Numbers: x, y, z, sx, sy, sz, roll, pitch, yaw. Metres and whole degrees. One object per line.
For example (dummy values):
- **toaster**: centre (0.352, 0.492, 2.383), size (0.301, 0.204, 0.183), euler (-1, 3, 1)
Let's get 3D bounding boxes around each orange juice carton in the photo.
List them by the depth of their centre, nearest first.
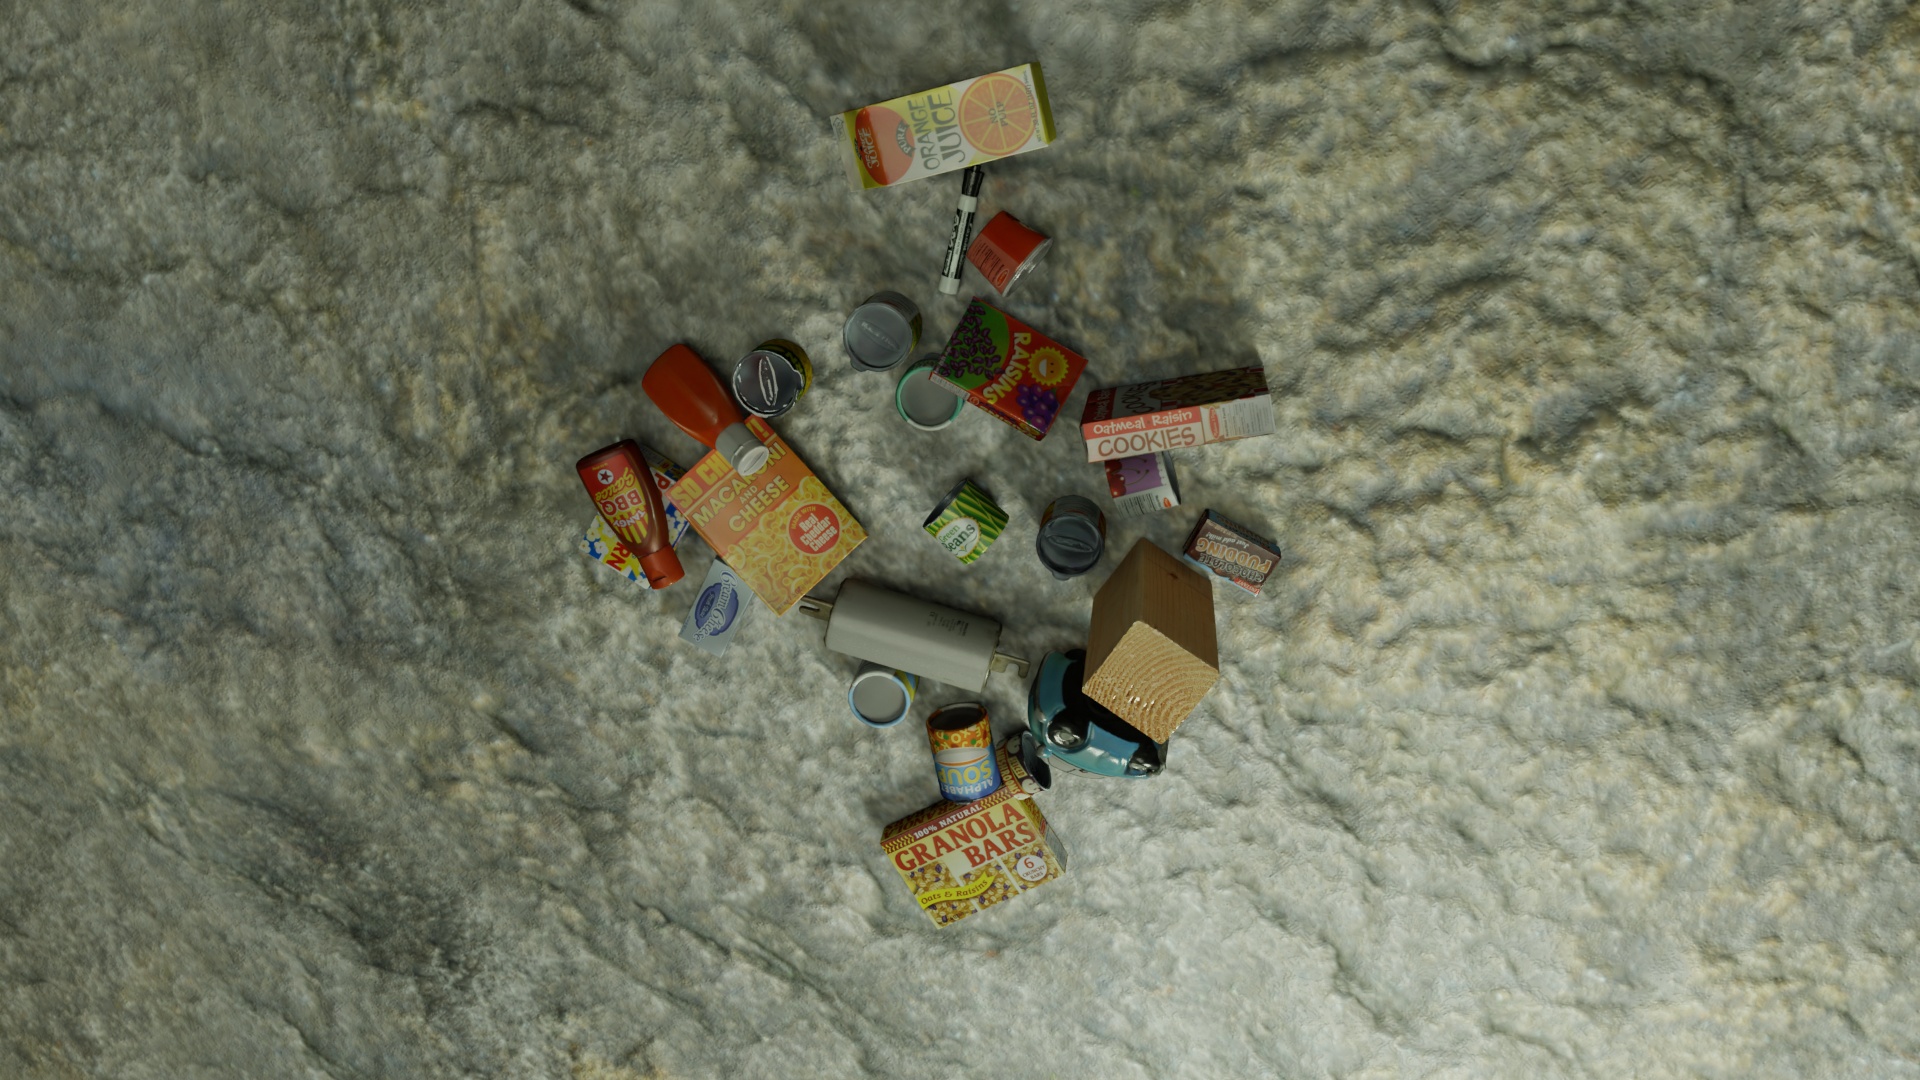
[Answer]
- **orange juice carton**: centre (-0.017, -0.367, 1.238), size (0.192, 0.073, 0.071), euler (-11, 108, 13)

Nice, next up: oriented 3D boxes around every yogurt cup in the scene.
- **yogurt cup**: centre (0.042, -0.264, 1.272), size (0.054, 0.072, 0.072), euler (40, 111, 2)

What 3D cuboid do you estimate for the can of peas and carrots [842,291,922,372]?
- **can of peas and carrots**: centre (-0.074, -0.196, 1.316), size (0.071, 0.059, 0.070), euler (3, 111, 8)

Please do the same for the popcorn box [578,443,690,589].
- **popcorn box**: centre (-0.324, -0.024, 1.427), size (0.085, 0.038, 0.126), euler (32, 111, -5)

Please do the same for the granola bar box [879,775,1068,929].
- **granola bar box**: centre (0.014, 0.336, 1.505), size (0.165, 0.039, 0.124), euler (-28, 103, 17)

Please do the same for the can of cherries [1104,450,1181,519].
- **can of cherries**: centre (0.173, -0.060, 1.326), size (0.058, 0.072, 0.071), euler (-16, 107, 15)

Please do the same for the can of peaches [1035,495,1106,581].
- **can of peaches**: centre (0.108, -0.003, 1.359), size (0.071, 0.058, 0.071), euler (3, 111, 7)

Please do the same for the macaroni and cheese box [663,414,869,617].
- **macaroni and cheese box**: centre (-0.193, -0.026, 1.383), size (0.124, 0.040, 0.166), euler (-43, 99, -5)

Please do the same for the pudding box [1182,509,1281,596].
- **pudding box**: centre (0.264, 0.012, 1.355), size (0.084, 0.030, 0.049), euler (28, 112, -2)

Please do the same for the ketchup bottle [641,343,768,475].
- **ketchup bottle**: centre (-0.243, -0.123, 1.339), size (0.064, 0.043, 0.149), euler (-47, 67, 5)

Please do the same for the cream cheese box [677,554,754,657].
- **cream cheese box**: centre (-0.251, 0.067, 1.457), size (0.053, 0.024, 0.103), euler (27, 112, -3)

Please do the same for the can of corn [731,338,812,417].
- **can of corn**: centre (-0.179, -0.158, 1.345), size (0.071, 0.058, 0.071), euler (3, 110, 8)

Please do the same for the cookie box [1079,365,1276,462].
- **cookie box**: centre (0.197, -0.118, 1.268), size (0.167, 0.123, 0.040), euler (-8, 108, 12)

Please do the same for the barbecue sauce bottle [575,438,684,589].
- **barbecue sauce bottle**: centre (-0.322, -0.024, 1.381), size (0.065, 0.044, 0.148), euler (-20, 106, 13)

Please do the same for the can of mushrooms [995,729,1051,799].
- **can of mushrooms**: centre (0.065, 0.234, 1.444), size (0.033, 0.071, 0.071), euler (-24, 105, 18)

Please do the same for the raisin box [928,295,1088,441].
- **raisin box**: centre (0.044, -0.161, 1.303), size (0.123, 0.040, 0.086), euler (29, 80, -3)

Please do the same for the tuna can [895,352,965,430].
- **tuna can**: centre (-0.028, -0.143, 1.342), size (0.071, 0.033, 0.070), euler (3, 111, 8)

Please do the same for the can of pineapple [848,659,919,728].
- **can of pineapple**: centre (-0.079, 0.155, 1.444), size (0.071, 0.058, 0.070), euler (3, 110, 7)

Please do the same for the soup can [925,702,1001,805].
- **soup can**: centre (0.003, 0.222, 1.448), size (0.071, 0.071, 0.083), euler (-8, 108, 11)

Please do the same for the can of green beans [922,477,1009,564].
- **can of green beans**: centre (0.006, -0.018, 1.364), size (0.058, 0.071, 0.071), euler (42, 110, -8)
